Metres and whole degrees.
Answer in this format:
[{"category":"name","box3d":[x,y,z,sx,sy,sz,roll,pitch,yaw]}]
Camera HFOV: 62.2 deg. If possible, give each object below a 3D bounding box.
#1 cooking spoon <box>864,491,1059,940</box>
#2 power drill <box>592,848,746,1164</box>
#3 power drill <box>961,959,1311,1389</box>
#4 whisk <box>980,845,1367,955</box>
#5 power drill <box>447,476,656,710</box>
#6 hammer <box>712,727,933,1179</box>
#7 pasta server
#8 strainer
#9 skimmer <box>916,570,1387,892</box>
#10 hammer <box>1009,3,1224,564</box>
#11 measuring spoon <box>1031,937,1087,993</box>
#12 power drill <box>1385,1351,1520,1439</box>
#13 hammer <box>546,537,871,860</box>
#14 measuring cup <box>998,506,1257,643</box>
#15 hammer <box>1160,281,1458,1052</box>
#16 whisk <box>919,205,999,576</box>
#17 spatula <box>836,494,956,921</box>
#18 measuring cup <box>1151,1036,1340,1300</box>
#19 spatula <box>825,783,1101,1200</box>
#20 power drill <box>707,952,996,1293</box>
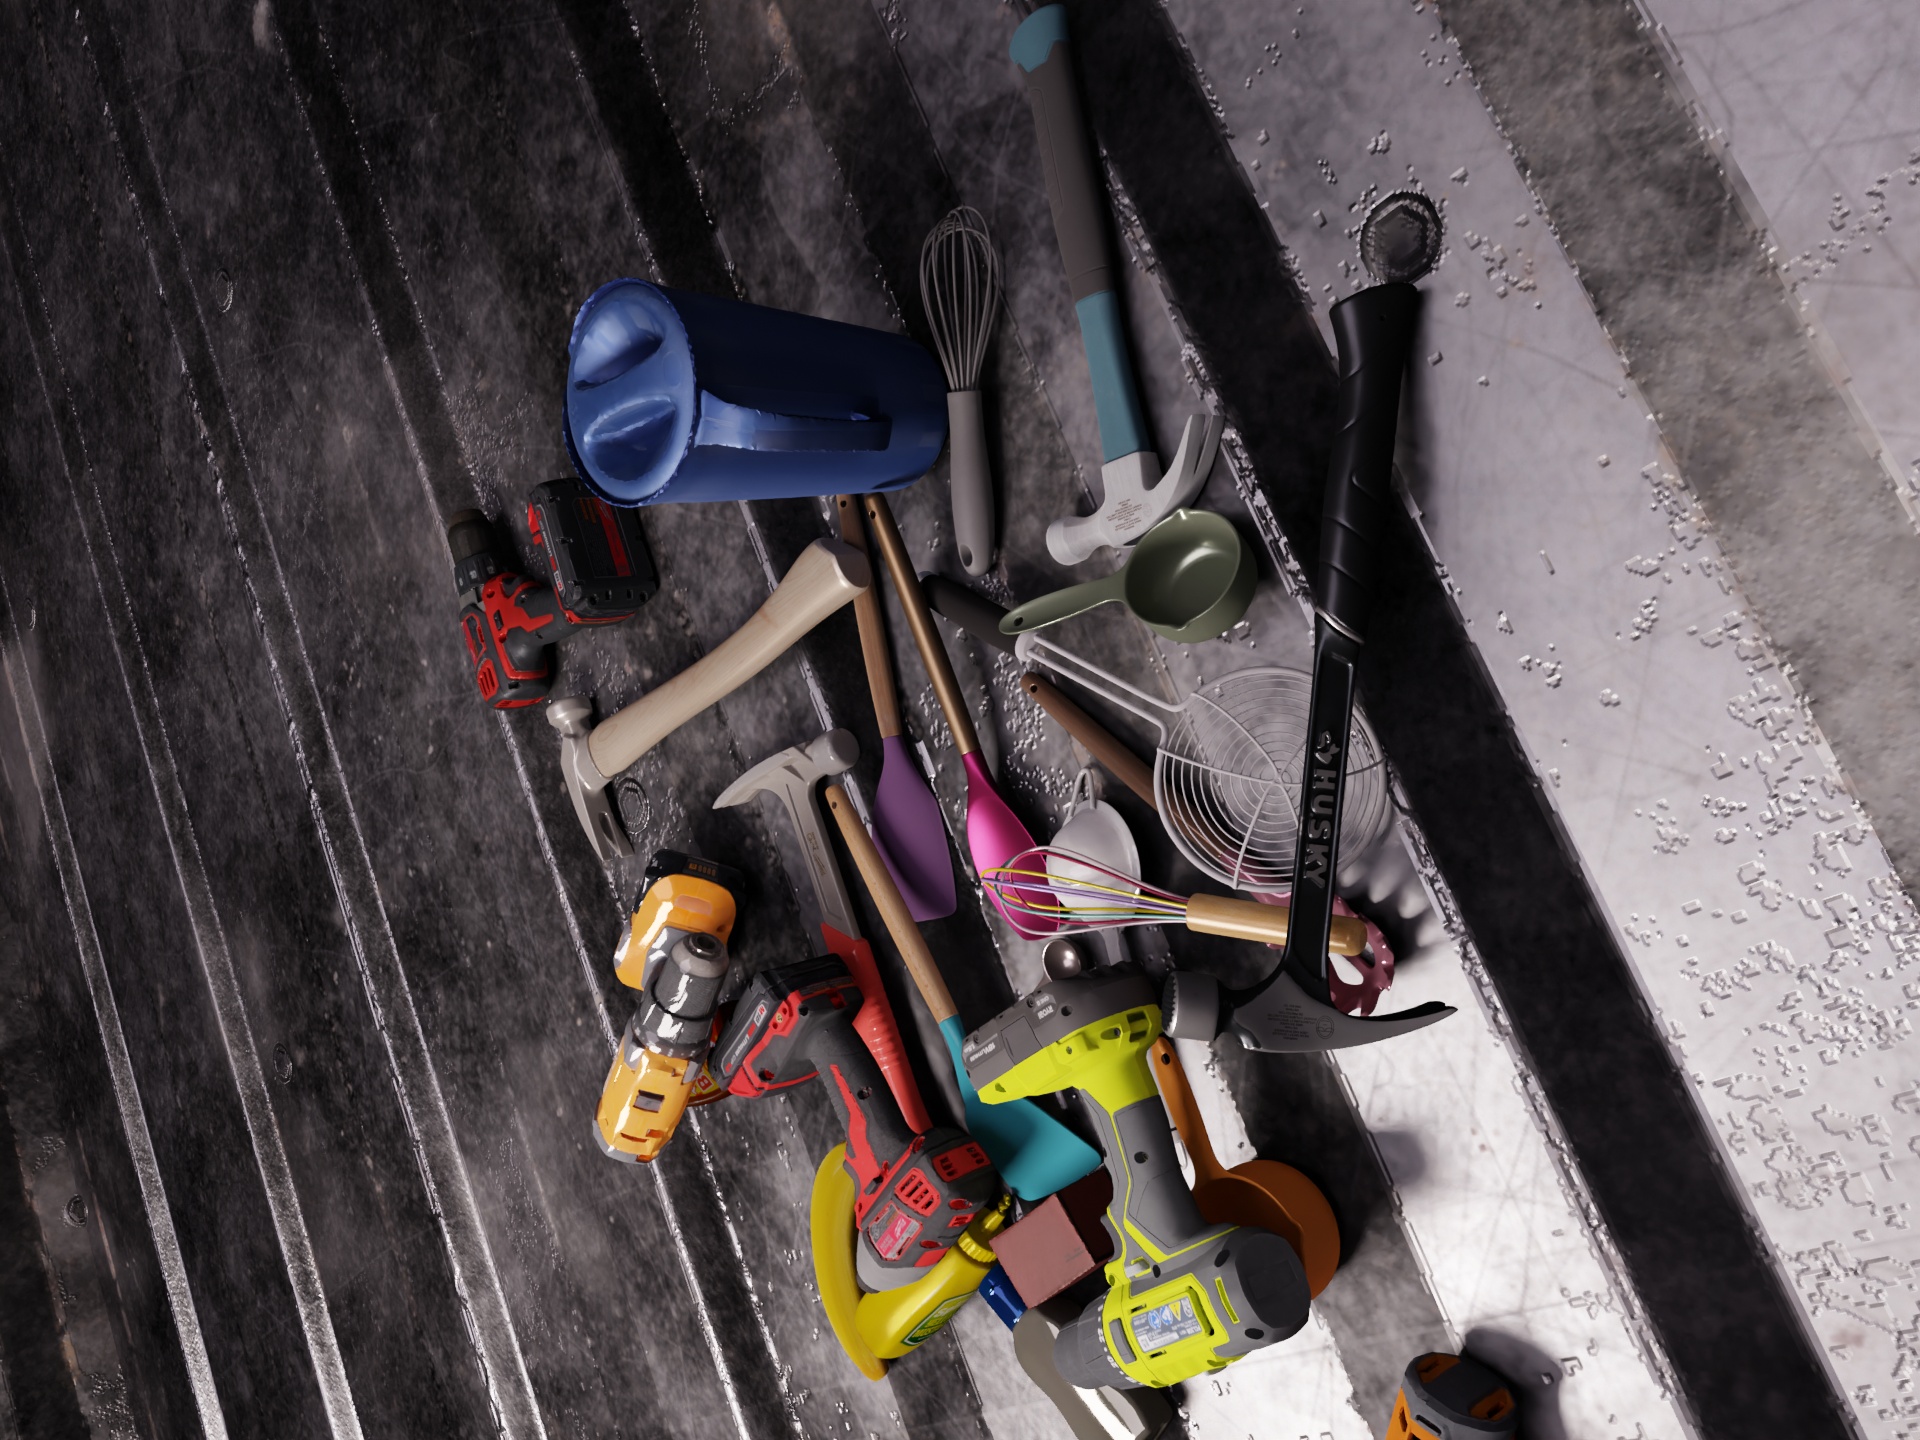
[{"category":"cooking spoon","box3d":[-0.002,-0.003,1.064,0.069,0.017,0.319,-22,88,49]},{"category":"power drill","box3d":[-0.210,0.186,1.177,0.226,0.084,0.185,-96,27,-61]},{"category":"power drill","box3d":[0.088,0.277,0.941,0.190,0.080,0.229,-43,62,44]},{"category":"whisk","box3d":[0.118,0.109,0.927,0.245,0.051,0.047,5,123,34]},{"category":"power drill","box3d":[-0.368,-0.129,1.369,0.226,0.080,0.188,-29,75,43]},{"category":"hammer","box3d":[-0.080,0.194,1.171,0.149,0.036,0.359,-29,75,41]},{"category":"pasta server","box3d":[0.138,0.063,0.956,0.316,0.040,0.060,43,107,32]},{"category":"strainer","box3d":[0.100,0.158,1.003,0.087,0.050,0.258,-25,81,57]},{"category":"skimmer","box3d":[0.097,-0.015,0.984,0.364,0.090,0.127,32,92,47]},{"category":"hammer","box3d":[0.079,-0.270,0.972,0.128,0.033,0.331,-14,86,43]},{"category":"measuring spoon","box3d":[0.056,0.192,1.066,0.034,0.018,0.124,48,131,30]},{"category":"power drill","box3d":[0.312,0.459,0.821,0.227,0.084,0.164,26,112,42]},{"category":"hammer","box3d":[-0.199,-0.020,1.240,0.410,0.038,0.146,-31,76,43]},{"category":"measuring cup","box3d":[0.100,-0.071,0.950,0.167,0.038,0.083,-16,58,34]},{"category":"hammer","box3d":[0.203,-0.029,0.836,0.149,0.036,0.409,7,88,-2]},{"category":"whisk","box3d":[0.006,-0.213,1.041,0.055,0.055,0.239,4,102,42]},{"category":"spatula","box3d":[-0.055,-0.013,1.133,0.060,0.018,0.316,-12,87,24]},{"category":"measuring cup","box3d":[0.164,0.267,0.950,0.095,0.052,0.174,-37,66,40]},{"category":"spatula","box3d":[-0.014,0.181,1.098,0.082,0.044,0.318,-41,70,37]},{"category":"power drill","box3d":[-0.077,0.282,1.099,0.220,0.078,0.143,49,124,28]}]
